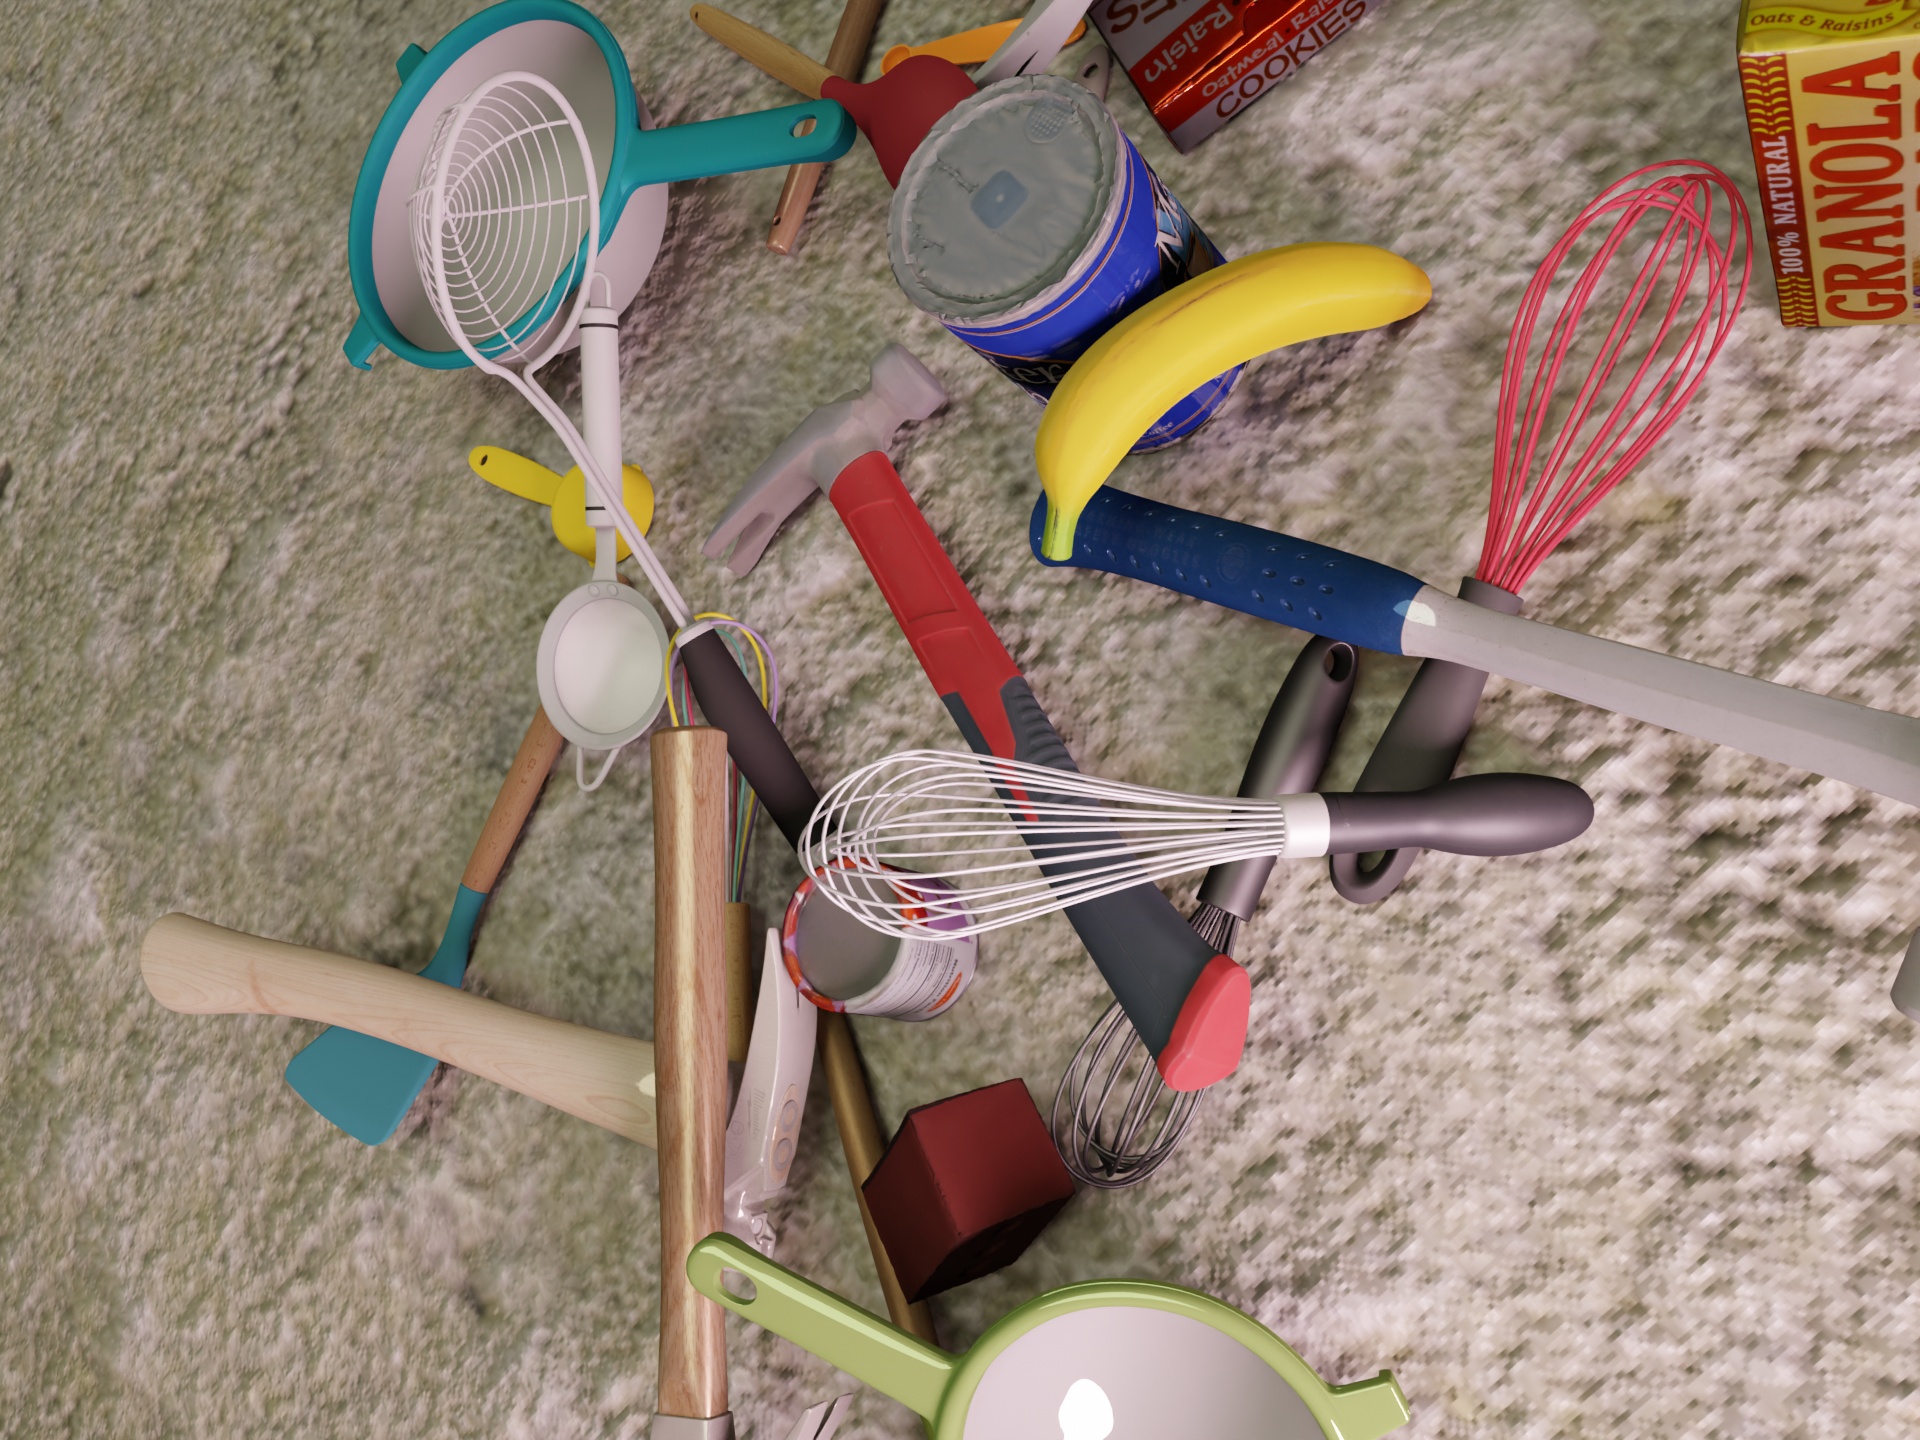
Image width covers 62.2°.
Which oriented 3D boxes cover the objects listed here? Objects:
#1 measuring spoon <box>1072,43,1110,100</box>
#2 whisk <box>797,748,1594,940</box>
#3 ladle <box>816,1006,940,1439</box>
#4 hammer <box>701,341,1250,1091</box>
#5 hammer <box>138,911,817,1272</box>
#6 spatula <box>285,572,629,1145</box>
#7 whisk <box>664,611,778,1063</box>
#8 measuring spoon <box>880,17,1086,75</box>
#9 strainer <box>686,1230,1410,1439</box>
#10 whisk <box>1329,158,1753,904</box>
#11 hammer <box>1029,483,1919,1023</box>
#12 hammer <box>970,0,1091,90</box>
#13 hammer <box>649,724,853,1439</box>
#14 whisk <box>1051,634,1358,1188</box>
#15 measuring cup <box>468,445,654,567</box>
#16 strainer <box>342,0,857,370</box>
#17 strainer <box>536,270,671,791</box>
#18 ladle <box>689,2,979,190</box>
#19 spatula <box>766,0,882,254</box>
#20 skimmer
[{"bbox_3d":[0.045,-0.270,0.760,0.034,0.018,0.124,16,85,34],"label":"measuring spoon"},{"bbox_3d":[0.086,0.039,0.552,0.284,0.070,0.070,-2,72,-7],"label":"whisk"},{"bbox_3d":[-0.026,0.250,0.642,0.078,0.062,0.320,-36,58,28],"label":"ladle"},{"bbox_3d":[-0.001,-0.002,0.673,0.143,0.038,0.387,-42,50,16],"label":"hammer"},{"bbox_3d":[-0.252,0.137,0.774,0.411,0.038,0.146,8,87,27],"label":"hammer"},{"bbox_3d":[-0.252,0.064,0.838,0.082,0.044,0.317,24,89,29],"label":"spatula"},{"bbox_3d":[-0.116,0.066,0.755,0.051,0.047,0.245,-11,75,28],"label":"whisk"},{"bbox_3d":[0.011,-0.341,0.808,0.117,0.011,0.021,2,77,28],"label":"measuring spoon"},{"bbox_3d":[0.023,0.241,0.578,0.256,0.069,0.151,22,101,15],"label":"strainer"},{"bbox_3d":[0.206,-0.066,0.587,0.073,0.073,0.296,28,99,34],"label":"whisk"},{"bbox_3d":[0.171,-0.038,0.554,0.406,0.035,0.144,25,103,47],"label":"hammer"},{"bbox_3d":[-0.057,-0.432,0.832,0.409,0.036,0.149,41,109,40],"label":"hammer"},{"bbox_3d":[-0.110,0.166,0.660,0.130,0.031,0.331,-7,78,26],"label":"hammer"},{"bbox_3d":[0.100,0.071,0.619,0.055,0.055,0.239,22,84,34],"label":"whisk"},{"bbox_3d":[-0.234,-0.132,0.888,0.157,0.029,0.062,24,90,32],"label":"measuring cup"},{"bbox_3d":[-0.182,-0.281,0.860,0.340,0.095,0.211,3,82,30],"label":"strainer"},{"bbox_3d":[-0.177,-0.095,0.805,0.087,0.050,0.258,3,97,27],"label":"strainer"},{"bbox_3d":[-0.075,-0.331,0.815,0.316,0.031,0.069,47,137,44],"label":"ladle"},{"bbox_3d":[-0.049,-0.397,0.854,0.060,0.018,0.316,14,83,40],"label":"spatula"},{"bbox_3d":[-0.130,-0.104,0.710,0.090,0.127,0.363,-29,94,23],"label":"skimmer"}]
